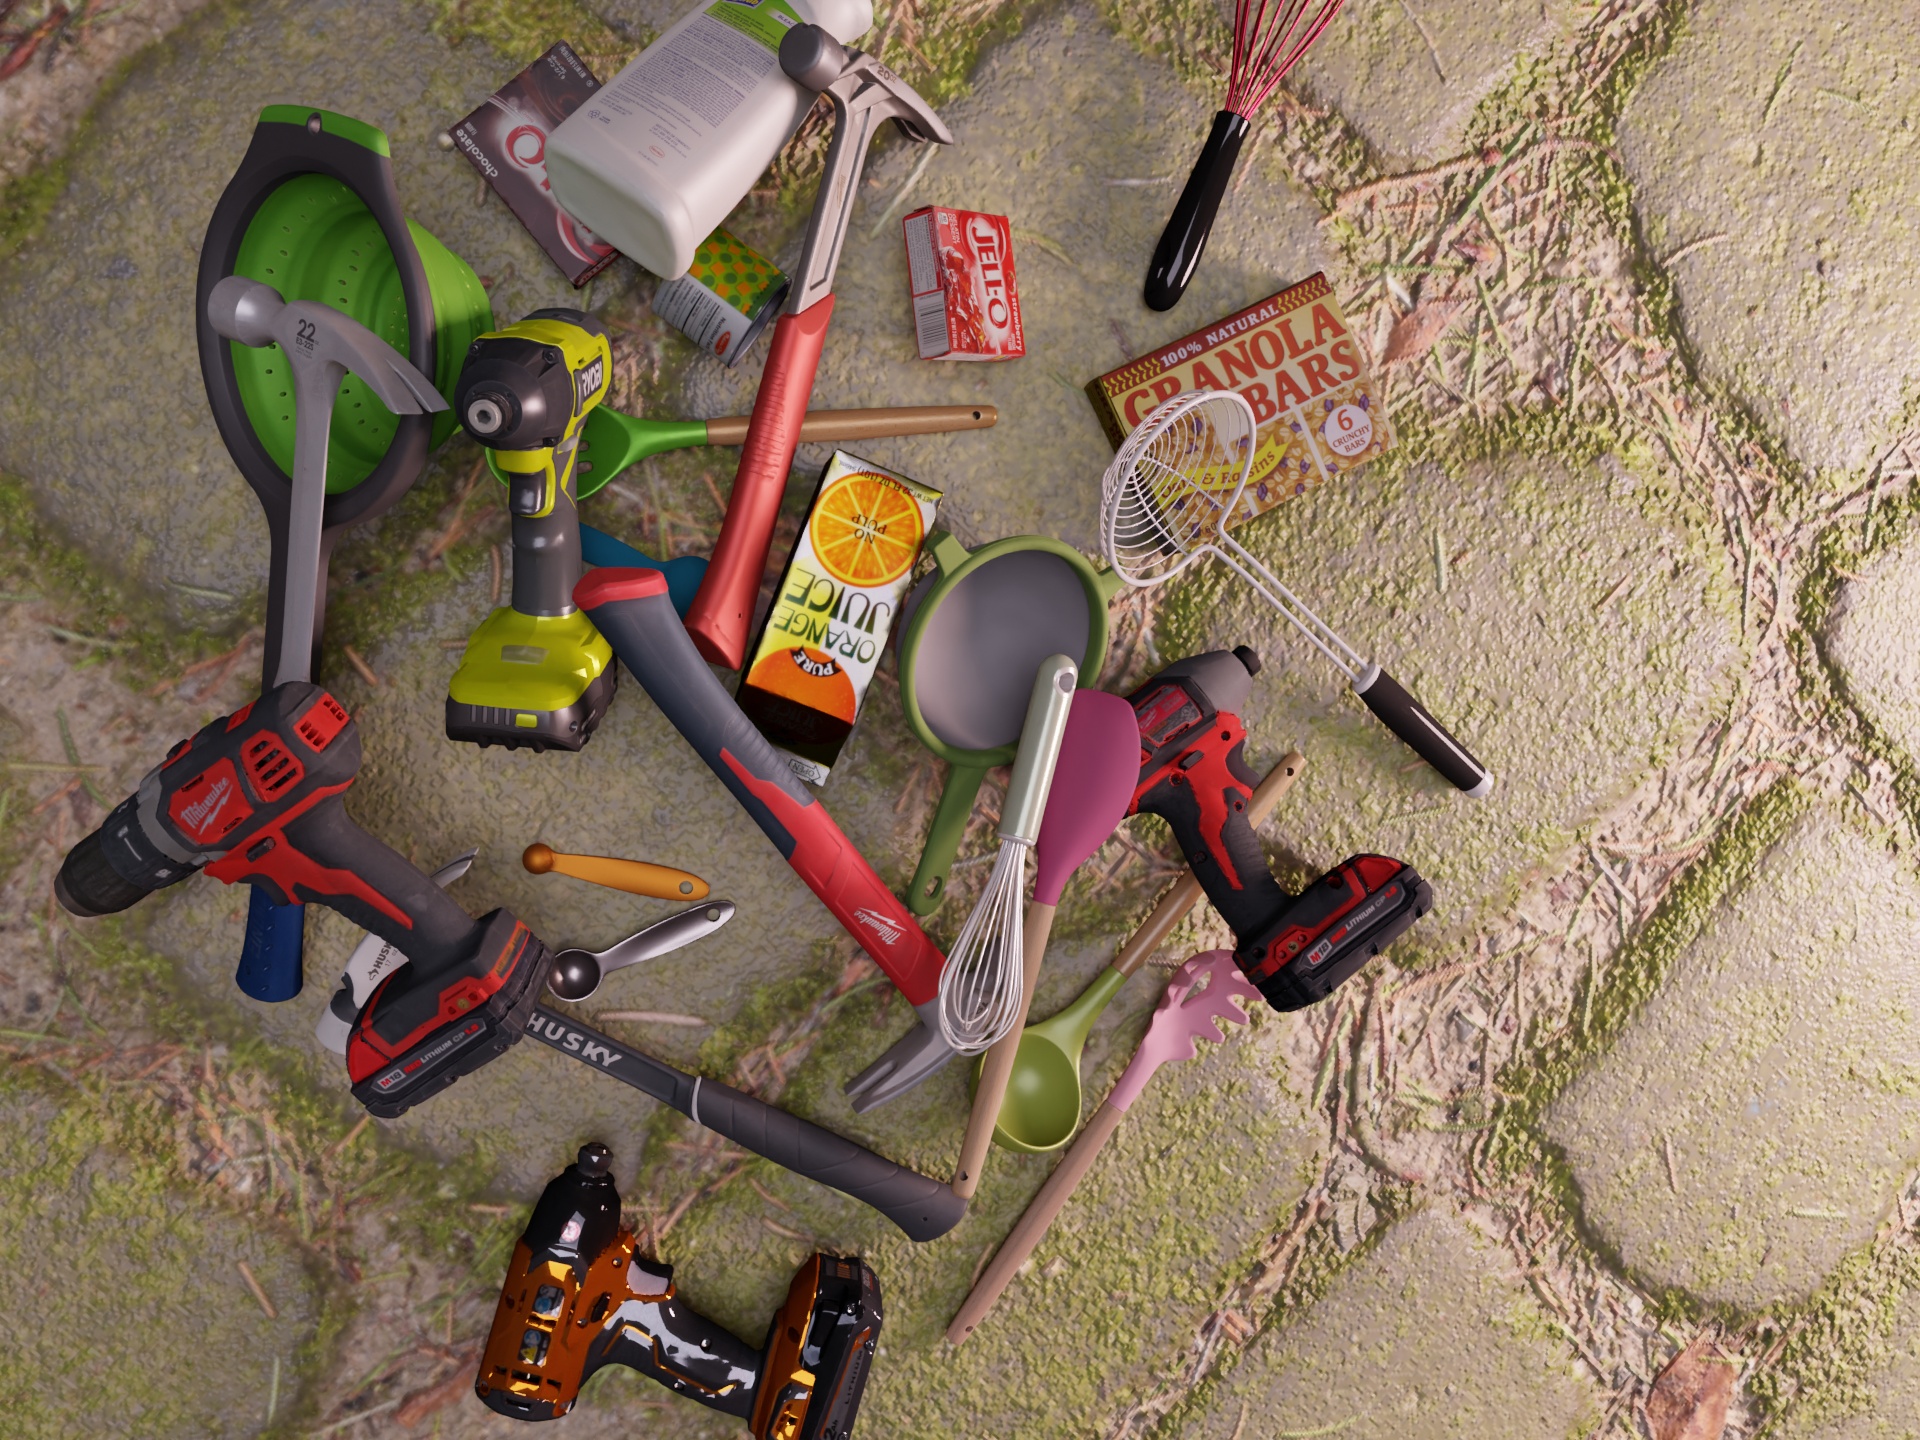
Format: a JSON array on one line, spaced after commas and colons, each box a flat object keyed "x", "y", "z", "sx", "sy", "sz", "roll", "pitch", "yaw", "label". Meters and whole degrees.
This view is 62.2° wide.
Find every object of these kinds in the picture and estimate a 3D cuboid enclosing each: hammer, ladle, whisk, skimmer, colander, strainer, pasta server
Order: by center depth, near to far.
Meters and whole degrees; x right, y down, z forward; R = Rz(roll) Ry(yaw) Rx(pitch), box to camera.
[{"x": -0.362, "y": -0.023, "z": 0.872, "sx": 0.144, "sy": 0.035, "sz": 0.405, "roll": 23, "pitch": 113, "yaw": 22, "label": "hammer"}, {"x": -0.346, "y": -0.138, "z": 0.918, "sx": 0.205, "sy": 0.094, "sz": 0.397, "roll": 23, "pitch": 111, "yaw": 29, "label": "colander"}, {"x": -0.106, "y": 0.072, "z": 0.925, "sx": 0.143, "sy": 0.038, "sz": 0.386, "roll": -39, "pitch": 119, "yaw": -5, "label": "hammer"}, {"x": -0.095, "y": -0.206, "z": 0.938, "sx": 0.037, "sy": 0.149, "sz": 0.359, "roll": 17, "pitch": 94, "yaw": 28, "label": "hammer"}, {"x": 0.031, "y": 0.078, "z": 0.951, "sx": 0.057, "sy": 0.059, "sz": 0.246, "roll": 20, "pitch": 81, "yaw": -38, "label": "whisk"}, {"x": -0.176, "y": 0.220, "z": 0.979, "sx": 0.408, "sy": 0.036, "sz": 0.149, "roll": 29, "pitch": 105, "yaw": -12, "label": "hammer"}, {"x": 0.225, "y": -0.059, "z": 0.985, "sx": 0.363, "sy": 0.090, "sz": 0.127, "roll": 40, "pitch": 88, "yaw": -18, "label": "skimmer"}, {"x": -0.002, "y": -0.003, "z": 0.998, "sx": 0.151, "sy": 0.069, "sz": 0.256, "roll": 5, "pitch": 112, "yaw": -37, "label": "strainer"}, {"x": 0.181, "y": -0.398, "z": 1.005, "sx": 0.073, "sy": 0.073, "sz": 0.296, "roll": 22, "pitch": 94, "yaw": -9, "label": "whisk"}, {"x": 0.122, "y": 0.143, "z": 1.024, "sx": 0.078, "sy": 0.062, "sz": 0.320, "roll": 42, "pitch": 84, "yaw": -5, "label": "ladle"}, {"x": 0.089, "y": 0.276, "z": 1.033, "sx": 0.060, "sy": 0.040, "sz": 0.316, "roll": 36, "pitch": 88, "yaw": -30, "label": "pasta server"}]

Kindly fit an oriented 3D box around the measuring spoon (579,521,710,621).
[{"x": -0.206, "y": -0.098, "z": 0.975, "sx": 0.128, "sy": 0.021, "sz": 0.042, "roll": 24, "pitch": 89, "yaw": -11, "label": "measuring spoon"}]

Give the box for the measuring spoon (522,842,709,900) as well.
[{"x": -0.214, "y": 0.096, "z": 0.989, "sx": 0.117, "sy": 0.011, "sz": 0.021, "roll": 12, "pitch": 91, "yaw": -9, "label": "measuring spoon"}]

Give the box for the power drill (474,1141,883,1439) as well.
[{"x": -0.166, "y": 0.360, "z": 0.977, "sx": 0.226, "sy": 0.084, "sz": 0.164, "roll": 16, "pitch": 90, "yaw": -6, "label": "power drill"}]

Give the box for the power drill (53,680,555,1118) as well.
[{"x": -0.354, "y": 0.107, "z": 0.859, "sx": 0.188, "sy": 0.080, "sz": 0.226, "roll": -32, "pitch": 111, "yaw": 14, "label": "power drill"}]

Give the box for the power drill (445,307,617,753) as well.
[{"x": -0.237, "y": -0.102, "z": 0.875, "sx": 0.080, "sy": 0.171, "sz": 0.223, "roll": 5, "pitch": 113, "yaw": -1, "label": "power drill"}]

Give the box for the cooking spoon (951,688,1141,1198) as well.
[{"x": 0.044, "y": 0.136, "z": 0.969, "sx": 0.069, "sy": 0.017, "sz": 0.319, "roll": 16, "pitch": 90, "yaw": 21, "label": "cooking spoon"}]

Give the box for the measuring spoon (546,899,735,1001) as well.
[{"x": -0.200, "y": 0.139, "z": 0.995, "sx": 0.124, "sy": 0.018, "sz": 0.034, "roll": -22, "pitch": 106, "yaw": -14, "label": "measuring spoon"}]

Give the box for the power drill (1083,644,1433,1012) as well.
[{"x": 0.182, "y": 0.061, "z": 0.996, "sx": 0.143, "sy": 0.078, "sz": 0.220, "roll": -37, "pitch": 79, "yaw": -11, "label": "power drill"}]

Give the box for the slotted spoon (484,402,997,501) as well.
[{"x": -0.131, "y": -0.177, "z": 0.982, "sx": 0.313, "sy": 0.031, "sz": 0.070, "roll": -6, "pitch": 95, "yaw": -10, "label": "slotted spoon"}]
